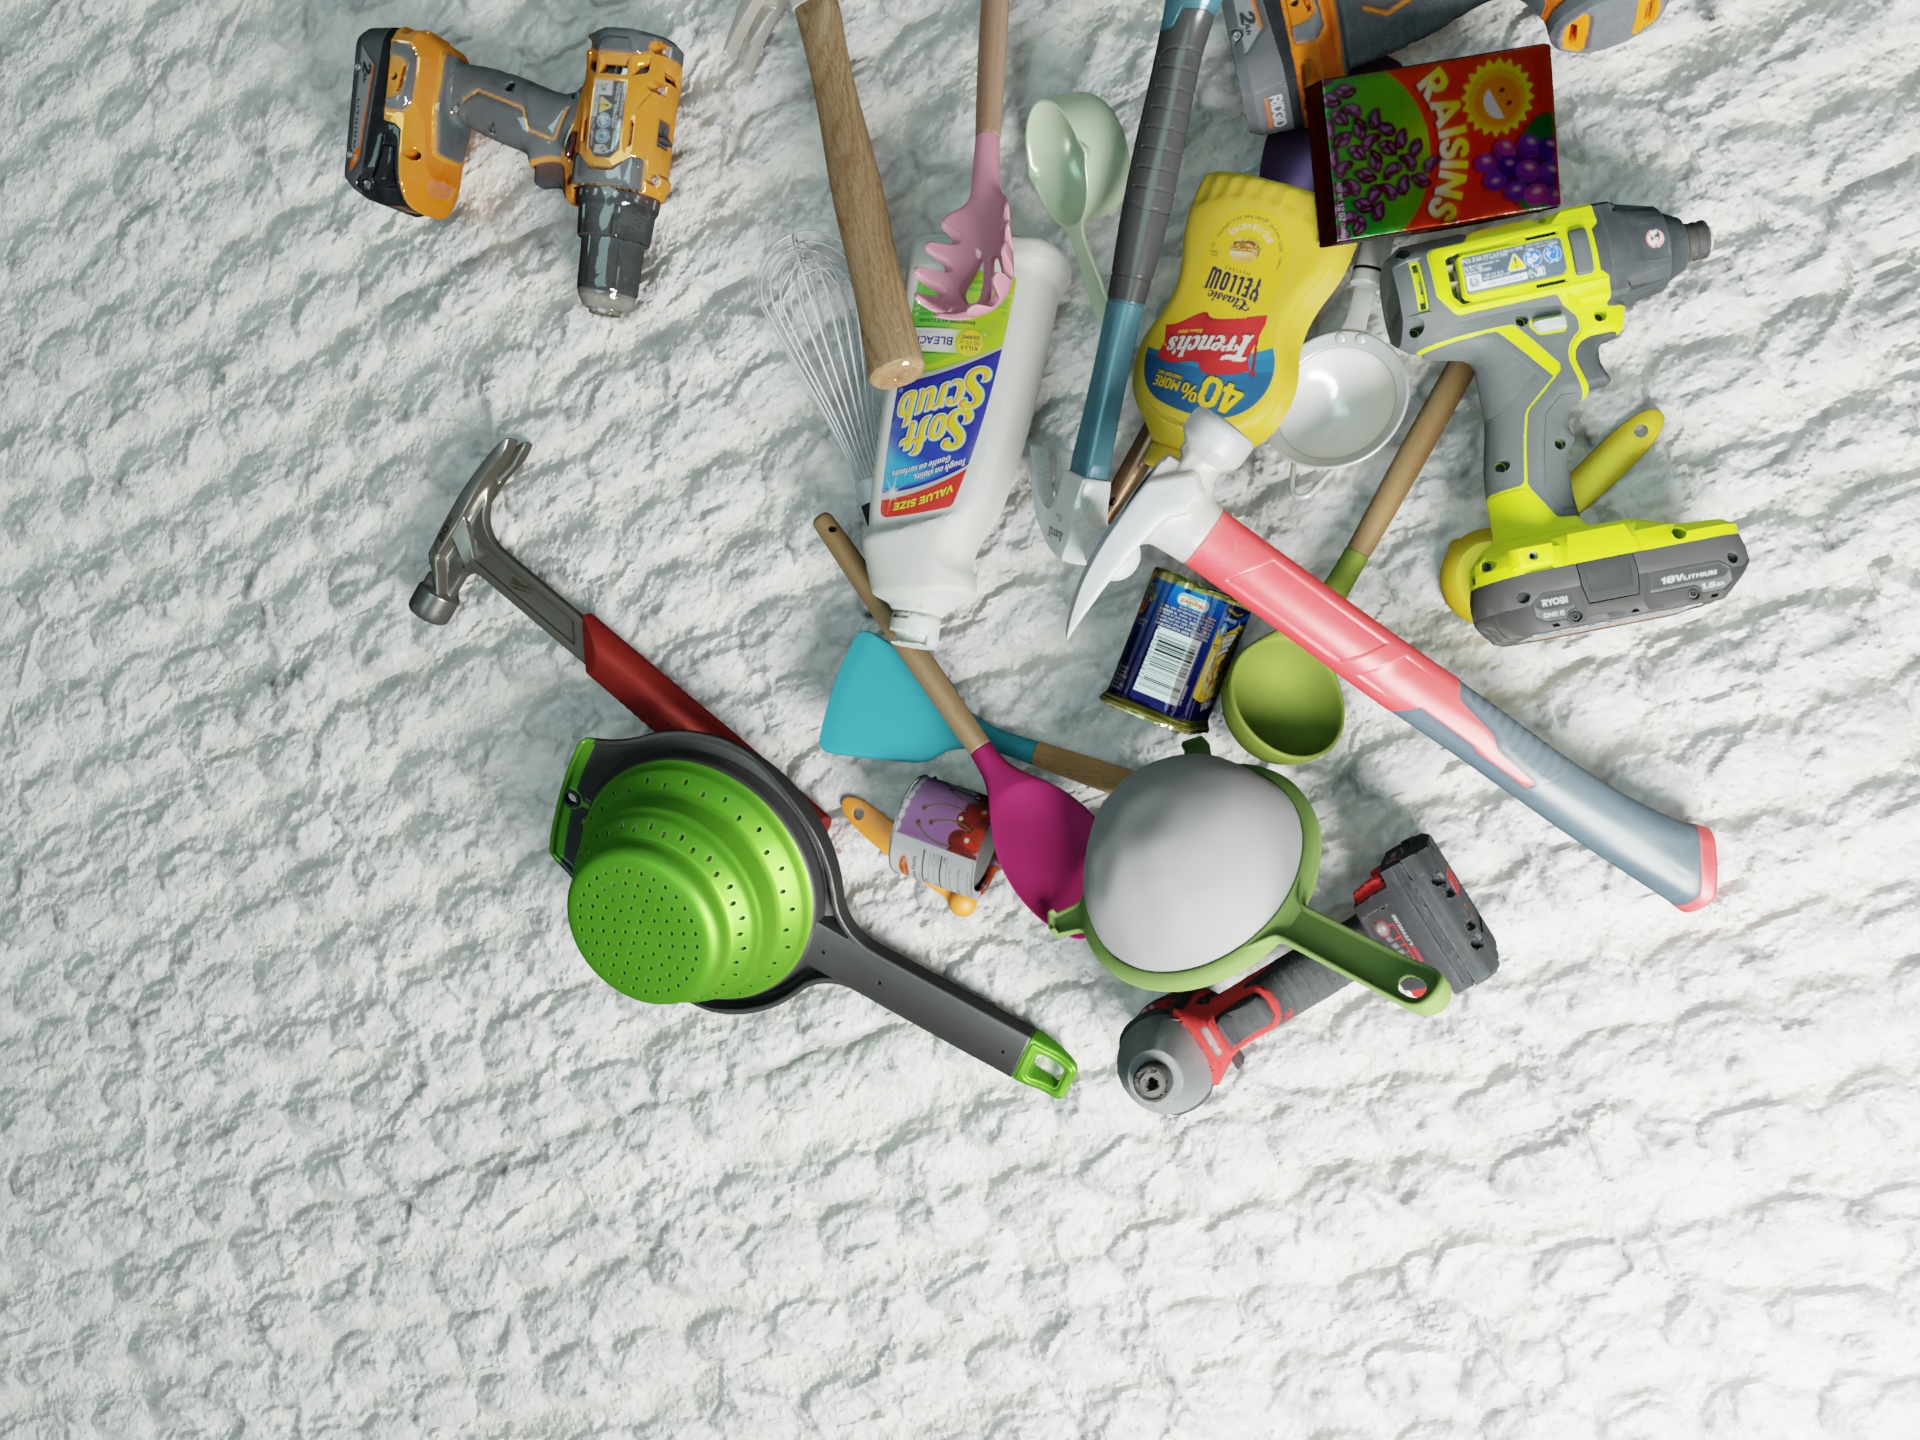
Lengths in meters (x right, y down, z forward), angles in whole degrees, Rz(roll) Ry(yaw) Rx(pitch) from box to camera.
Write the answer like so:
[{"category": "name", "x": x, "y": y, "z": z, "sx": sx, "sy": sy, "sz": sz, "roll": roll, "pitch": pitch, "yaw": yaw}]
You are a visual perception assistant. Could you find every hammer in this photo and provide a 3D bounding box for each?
[{"category": "hammer", "x": 0.098, "y": -0.253, "z": 0.910, "sx": 0.033, "sy": 0.128, "sz": 0.331, "roll": 6, "pitch": 105, "yaw": -21}, {"category": "hammer", "x": -0.073, "y": -0.356, "z": 0.996, "sx": 0.130, "sy": 0.031, "sz": 0.331, "roll": -20, "pitch": 70, "yaw": 23}, {"category": "hammer", "x": -0.226, "y": -0.039, "z": 1.102, "sx": 0.359, "sy": 0.036, "sz": 0.149, "roll": 38, "pitch": 104, "yaw": 15}, {"category": "hammer", "x": 0.244, "y": -0.002, "z": 0.870, "sx": 0.386, "sy": 0.038, "sz": 0.143, "roll": 35, "pitch": 103, "yaw": -5}]

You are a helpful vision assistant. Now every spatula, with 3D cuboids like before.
[{"category": "spatula", "x": 0.164, "y": -0.260, "z": 0.963, "sx": 0.060, "sy": 0.018, "sz": 0.316, "roll": 32, "pitch": 101, "yaw": 17}, {"category": "spatula", "x": 0.068, "y": 0.029, "z": 0.996, "sx": 0.317, "sy": 0.044, "sz": 0.082, "roll": 18, "pitch": 87, "yaw": 17}]

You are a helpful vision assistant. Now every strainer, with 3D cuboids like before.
[{"category": "strainer", "x": 0.149, "y": 0.086, "z": 0.852, "sx": 0.151, "sy": 0.069, "sz": 0.257, "roll": -50, "pitch": 36, "yaw": -10}, {"category": "strainer", "x": 0.237, "y": -0.249, "z": 0.926, "sx": 0.087, "sy": 0.050, "sz": 0.258, "roll": 15, "pitch": 92, "yaw": 31}]

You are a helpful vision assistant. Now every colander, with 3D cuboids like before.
[{"category": "colander", "x": -0.115, "y": 0.153, "z": 1.019, "sx": 0.397, "sy": 0.094, "sz": 0.204, "roll": 27, "pitch": 118, "yaw": 10}]

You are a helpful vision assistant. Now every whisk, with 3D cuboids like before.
[{"category": "whisk", "x": -0.067, "y": -0.180, "z": 1.032, "sx": 0.070, "sy": 0.070, "sz": 0.284, "roll": -17, "pitch": 91, "yaw": 19}]

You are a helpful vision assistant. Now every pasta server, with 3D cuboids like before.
[{"category": "pasta server", "x": 0.014, "y": -0.378, "z": 0.956, "sx": 0.060, "sy": 0.040, "sz": 0.316, "roll": -6, "pitch": 73, "yaw": 30}]

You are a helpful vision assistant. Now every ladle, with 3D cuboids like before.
[{"category": "ladle", "x": 0.247, "y": -0.120, "z": 0.920, "sx": 0.078, "sy": 0.062, "sz": 0.320, "roll": 26, "pitch": 98, "yaw": -10}]

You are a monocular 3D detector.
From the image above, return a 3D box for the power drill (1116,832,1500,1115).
[{"category": "power drill", "x": 0.189, "y": 0.154, "z": 0.907, "sx": 0.219, "sy": 0.143, "sz": 0.078, "roll": -33, "pitch": 82, "yaw": 16}]

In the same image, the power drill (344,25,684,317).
[{"category": "power drill", "x": -0.305, "y": -0.380, "z": 1.095, "sx": 0.226, "sy": 0.084, "sz": 0.185, "roll": 10, "pitch": 97, "yaw": 14}]

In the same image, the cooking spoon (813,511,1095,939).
[{"category": "cooking spoon", "x": -0.002, "y": -0.003, "z": 0.992, "sx": 0.069, "sy": 0.017, "sz": 0.319, "roll": -31, "pitch": 78, "yaw": -14}]

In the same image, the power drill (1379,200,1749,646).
[{"category": "power drill", "x": 0.334, "y": -0.162, "z": 0.857, "sx": 0.171, "sy": 0.080, "sz": 0.223, "roll": -11, "pitch": 86, "yaw": 5}]

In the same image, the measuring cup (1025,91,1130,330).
[{"category": "measuring cup", "x": 0.088, "y": -0.300, "z": 0.975, "sx": 0.038, "sy": 0.083, "sz": 0.167, "roll": -24, "pitch": 105, "yaw": -16}]

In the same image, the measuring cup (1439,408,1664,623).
[{"category": "measuring cup", "x": 0.337, "y": -0.118, "z": 0.901, "sx": 0.062, "sy": 0.029, "sz": 0.156, "roll": 46, "pitch": 106, "yaw": 11}]

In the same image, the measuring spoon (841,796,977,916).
[{"category": "measuring spoon", "x": -0.036, "y": 0.089, "z": 1.052, "sx": 0.117, "sy": 0.011, "sz": 0.021, "roll": 40, "pitch": 104, "yaw": 14}]

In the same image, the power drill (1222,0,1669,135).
[{"category": "power drill", "x": 0.258, "y": -0.434, "z": 0.887, "sx": 0.226, "sy": 0.084, "sz": 0.164, "roll": -12, "pitch": 79, "yaw": 15}]
